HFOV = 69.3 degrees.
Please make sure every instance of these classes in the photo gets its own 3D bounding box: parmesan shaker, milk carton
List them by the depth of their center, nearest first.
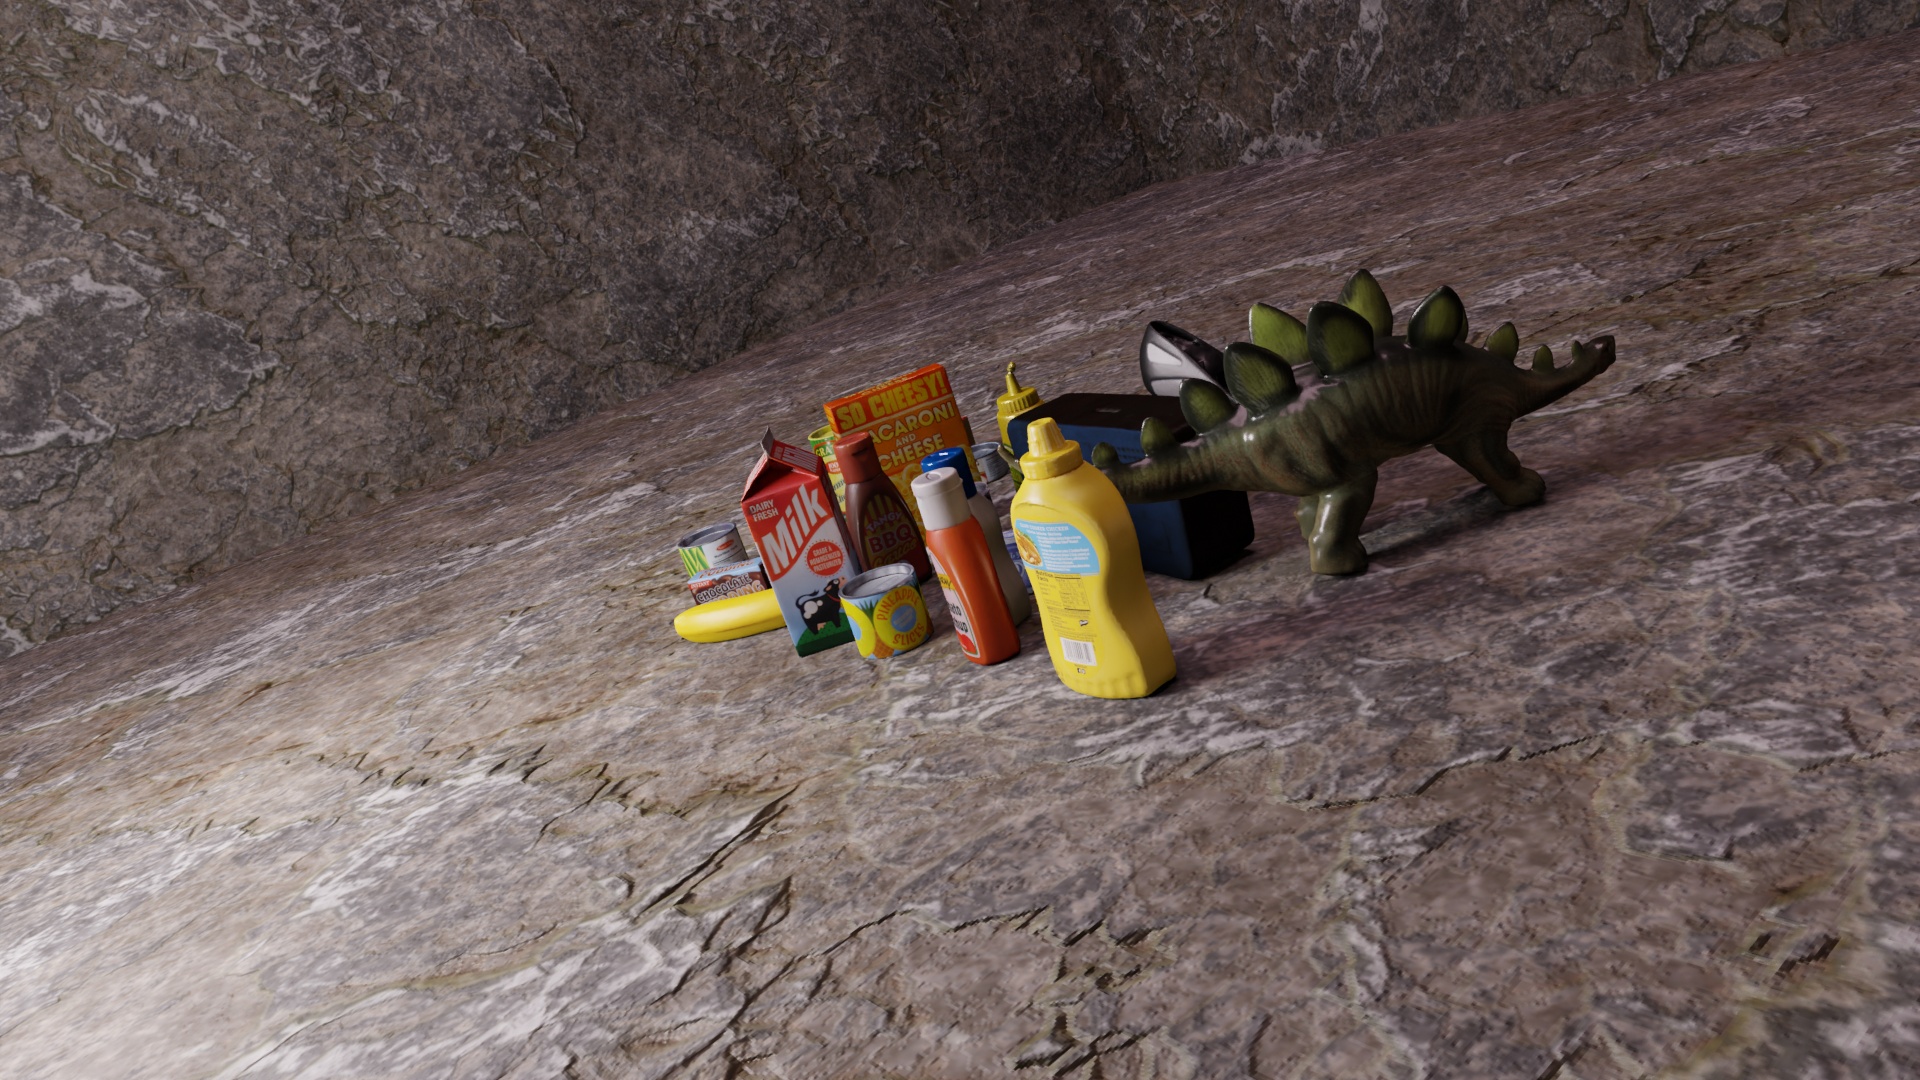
[{"bbox_3d":[-0.136,-0.004,1.200,0.073,0.190,0.072,-18,17,1],"label":"milk carton"},{"bbox_3d":[-0.122,-0.080,1.572,0.071,0.102,0.071,-17,17,5],"label":"parmesan shaker"}]

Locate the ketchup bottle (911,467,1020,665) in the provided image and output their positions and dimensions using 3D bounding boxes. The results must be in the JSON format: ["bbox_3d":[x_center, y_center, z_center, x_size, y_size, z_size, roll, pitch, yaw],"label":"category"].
[{"bbox_3d":[0.003,0.018,1.057,0.043,0.148,0.065,-22,17,-12],"label":"ketchup bottle"}]

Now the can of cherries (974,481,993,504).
[{"bbox_3d":[0.005,-0.017,1.319,0.071,0.058,0.072,-17,17,5],"label":"can of cherries"}]

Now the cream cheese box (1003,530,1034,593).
[{"bbox_3d":[0.054,0.018,1.170,0.103,0.053,0.024,-11,18,22],"label":"cream cheese box"}]

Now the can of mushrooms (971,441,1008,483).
[{"bbox_3d":[0.017,-0.084,1.561,0.071,0.033,0.071,-17,17,5],"label":"can of mushrooms"}]

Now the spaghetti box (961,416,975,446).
[{"bbox_3d":[-0.047,-0.077,1.573,0.028,0.050,0.251,-9,19,29],"label":"spaghetti box"}]

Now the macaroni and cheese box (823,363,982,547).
[{"bbox_3d":[-0.051,-0.077,1.382,0.124,0.166,0.040,-22,17,-11],"label":"macaroni and cheese box"}]

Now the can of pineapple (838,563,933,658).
[{"bbox_3d":[-0.060,0.059,1.152,0.071,0.057,0.071,-17,17,5],"label":"can of pineapple"}]

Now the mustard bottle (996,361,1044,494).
[{"bbox_3d":[0.066,-0.093,1.321,0.049,0.159,0.065,-23,17,-14],"label":"mustard bottle"}]

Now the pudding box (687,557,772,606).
[{"bbox_3d":[-0.219,0.048,1.364,0.083,0.049,0.030,-12,18,20],"label":"pudding box"}]

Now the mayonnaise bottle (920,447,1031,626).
[{"bbox_3d":[0.008,-0.001,1.113,0.064,0.147,0.041,-3,22,41],"label":"mayonnaise bottle"}]

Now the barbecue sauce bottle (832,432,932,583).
[{"bbox_3d":[-0.077,-0.025,1.275,0.065,0.148,0.044,-24,17,-17],"label":"barbecue sauce bottle"}]

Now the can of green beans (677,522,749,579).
[{"bbox_3d":[-0.260,0.020,1.479,0.071,0.057,0.071,-17,17,5],"label":"can of green beans"}]
